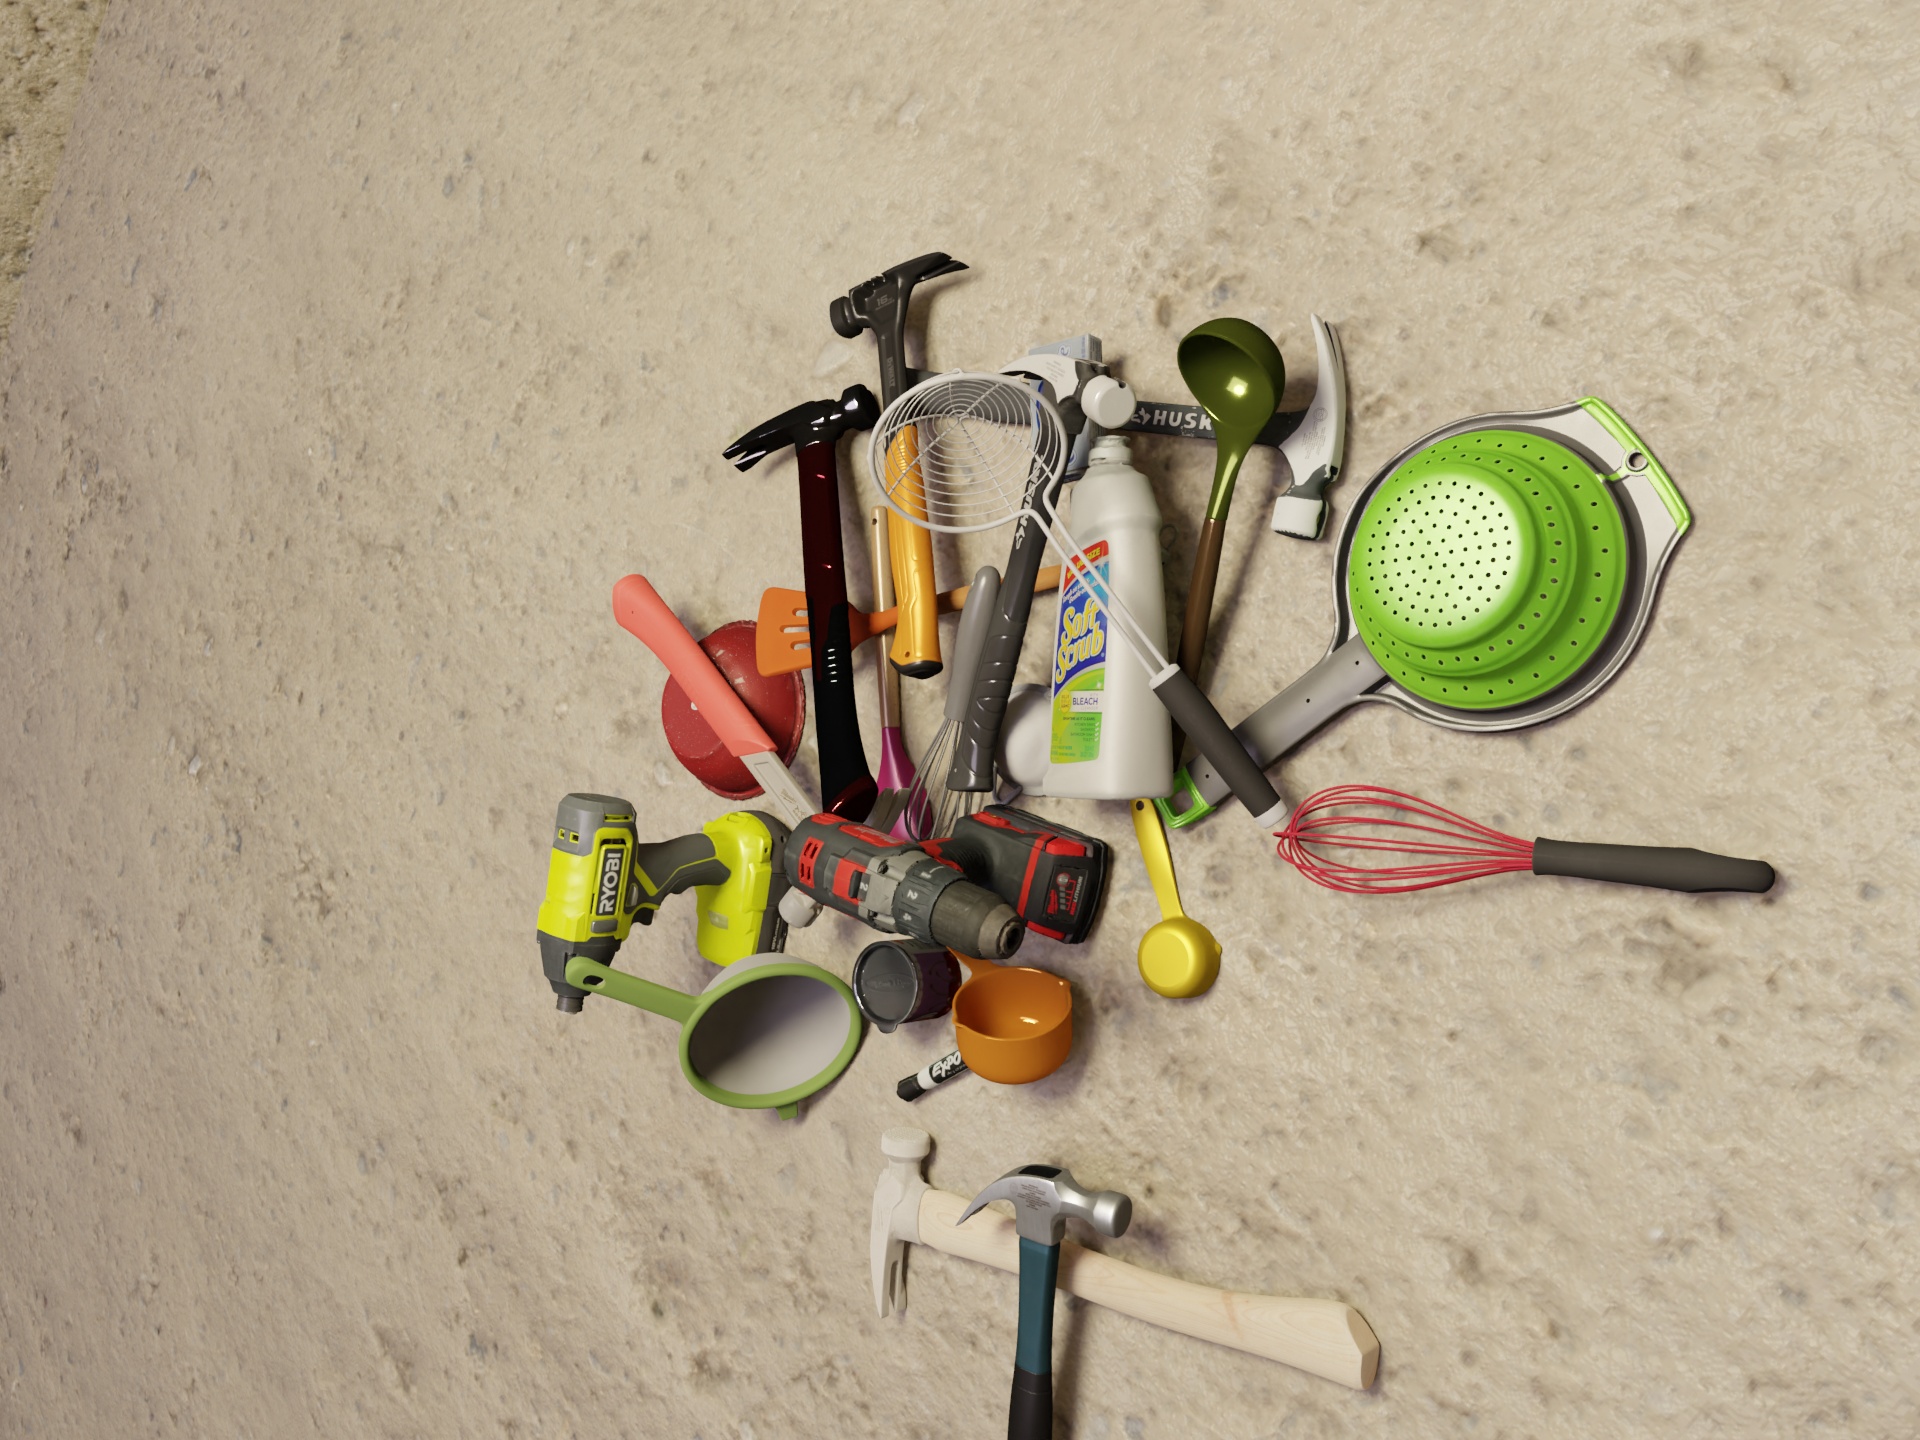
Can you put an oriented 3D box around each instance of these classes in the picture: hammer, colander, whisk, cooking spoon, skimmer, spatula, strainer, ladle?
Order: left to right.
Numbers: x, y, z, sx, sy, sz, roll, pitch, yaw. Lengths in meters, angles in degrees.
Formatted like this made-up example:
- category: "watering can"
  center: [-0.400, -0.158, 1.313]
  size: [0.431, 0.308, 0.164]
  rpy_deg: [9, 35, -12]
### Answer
- category: "strainer"
  center: [-0.202, 0.223, 1.282]
  size: [0.151, 0.256, 0.069]
  rpy_deg: [-55, 30, 17]
- category: "hammer"
  center: [-0.185, -0.006, 1.323]
  size: [0.359, 0.036, 0.149]
  rpy_deg: [50, 115, 28]
- category: "hammer"
  center: [-0.119, -0.089, 1.269]
  size: [0.143, 0.038, 0.387]
  rpy_deg: [-19, 59, 23]
- category: "cooking spoon"
  center: [-0.059, -0.020, 1.306]
  size: [0.069, 0.017, 0.319]
  rpy_deg: [-8, 82, 37]
- category: "hammer"
  center: [-0.038, -0.198, 1.244]
  size: [0.127, 0.034, 0.337]
  rpy_deg: [-16, 73, 37]
- category: "spatula"
  center: [-0.022, -0.094, 1.251]
  size: [0.322, 0.041, 0.081]
  rpy_deg: [-11, 66, 30]
- category: "whisk"
  center: [-0.003, -0.004, 1.224]
  size: [0.055, 0.055, 0.239]
  rpy_deg: [25, 110, 36]
- category: "hammer"
  center: [0.039, -0.098, 1.140]
  size: [0.146, 0.035, 0.334]
  rpy_deg: [48, 129, 56]
- category: "hammer"
  center: [0.053, 0.475, 1.141]
  size: [0.128, 0.033, 0.331]
  rpy_deg: [10, 104, 34]
- category: "strainer"
  center: [0.085, -0.039, 1.183]
  size: [0.087, 0.050, 0.258]
  rpy_deg: [41, 108, 23]
- category: "skimmer"
  center: [0.086, -0.068, 1.021]
  size: [0.127, 0.090, 0.363]
  rpy_deg: [-37, 91, 28]
- category: "hammer"
  center: [0.100, -0.236, 1.186]
  size: [0.409, 0.036, 0.149]
  rpy_deg: [15, 95, 38]
- category: "hammer"
  center: [0.099, 0.410, 1.143]
  size: [0.411, 0.038, 0.146]
  rpy_deg: [5, 91, 38]
- category: "ladle"
  center: [0.161, -0.111, 1.080]
  size: [0.078, 0.062, 0.320]
  rpy_deg: [26, 117, 40]
- category: "colander"
  center: [0.255, -0.049, 1.014]
  size: [0.397, 0.094, 0.205]
  rpy_deg: [-41, 64, 29]
- category: "whisk"
  center: [0.332, 0.081, 0.971]
  size: [0.296, 0.073, 0.073]
  rpy_deg: [3, 89, 33]

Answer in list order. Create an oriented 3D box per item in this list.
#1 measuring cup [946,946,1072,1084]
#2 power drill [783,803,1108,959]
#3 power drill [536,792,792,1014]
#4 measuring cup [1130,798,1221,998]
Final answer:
- category: "measuring cup"
  center: [0.022, 0.212, 1.204]
  size: [0.174, 0.095, 0.052]
  rpy_deg: [-140, 39, -57]
- category: "power drill"
  center: [0.012, 0.115, 1.109]
  size: [0.188, 0.226, 0.080]
  rpy_deg: [19, 99, 38]
- category: "power drill"
  center: [-0.244, 0.149, 1.309]
  size: [0.080, 0.223, 0.171]
  rpy_deg: [11, 94, 38]
- category: "measuring cup"
  center: [0.140, 0.122, 1.133]
  size: [0.062, 0.029, 0.157]
  rpy_deg: [-23, 75, 35]
